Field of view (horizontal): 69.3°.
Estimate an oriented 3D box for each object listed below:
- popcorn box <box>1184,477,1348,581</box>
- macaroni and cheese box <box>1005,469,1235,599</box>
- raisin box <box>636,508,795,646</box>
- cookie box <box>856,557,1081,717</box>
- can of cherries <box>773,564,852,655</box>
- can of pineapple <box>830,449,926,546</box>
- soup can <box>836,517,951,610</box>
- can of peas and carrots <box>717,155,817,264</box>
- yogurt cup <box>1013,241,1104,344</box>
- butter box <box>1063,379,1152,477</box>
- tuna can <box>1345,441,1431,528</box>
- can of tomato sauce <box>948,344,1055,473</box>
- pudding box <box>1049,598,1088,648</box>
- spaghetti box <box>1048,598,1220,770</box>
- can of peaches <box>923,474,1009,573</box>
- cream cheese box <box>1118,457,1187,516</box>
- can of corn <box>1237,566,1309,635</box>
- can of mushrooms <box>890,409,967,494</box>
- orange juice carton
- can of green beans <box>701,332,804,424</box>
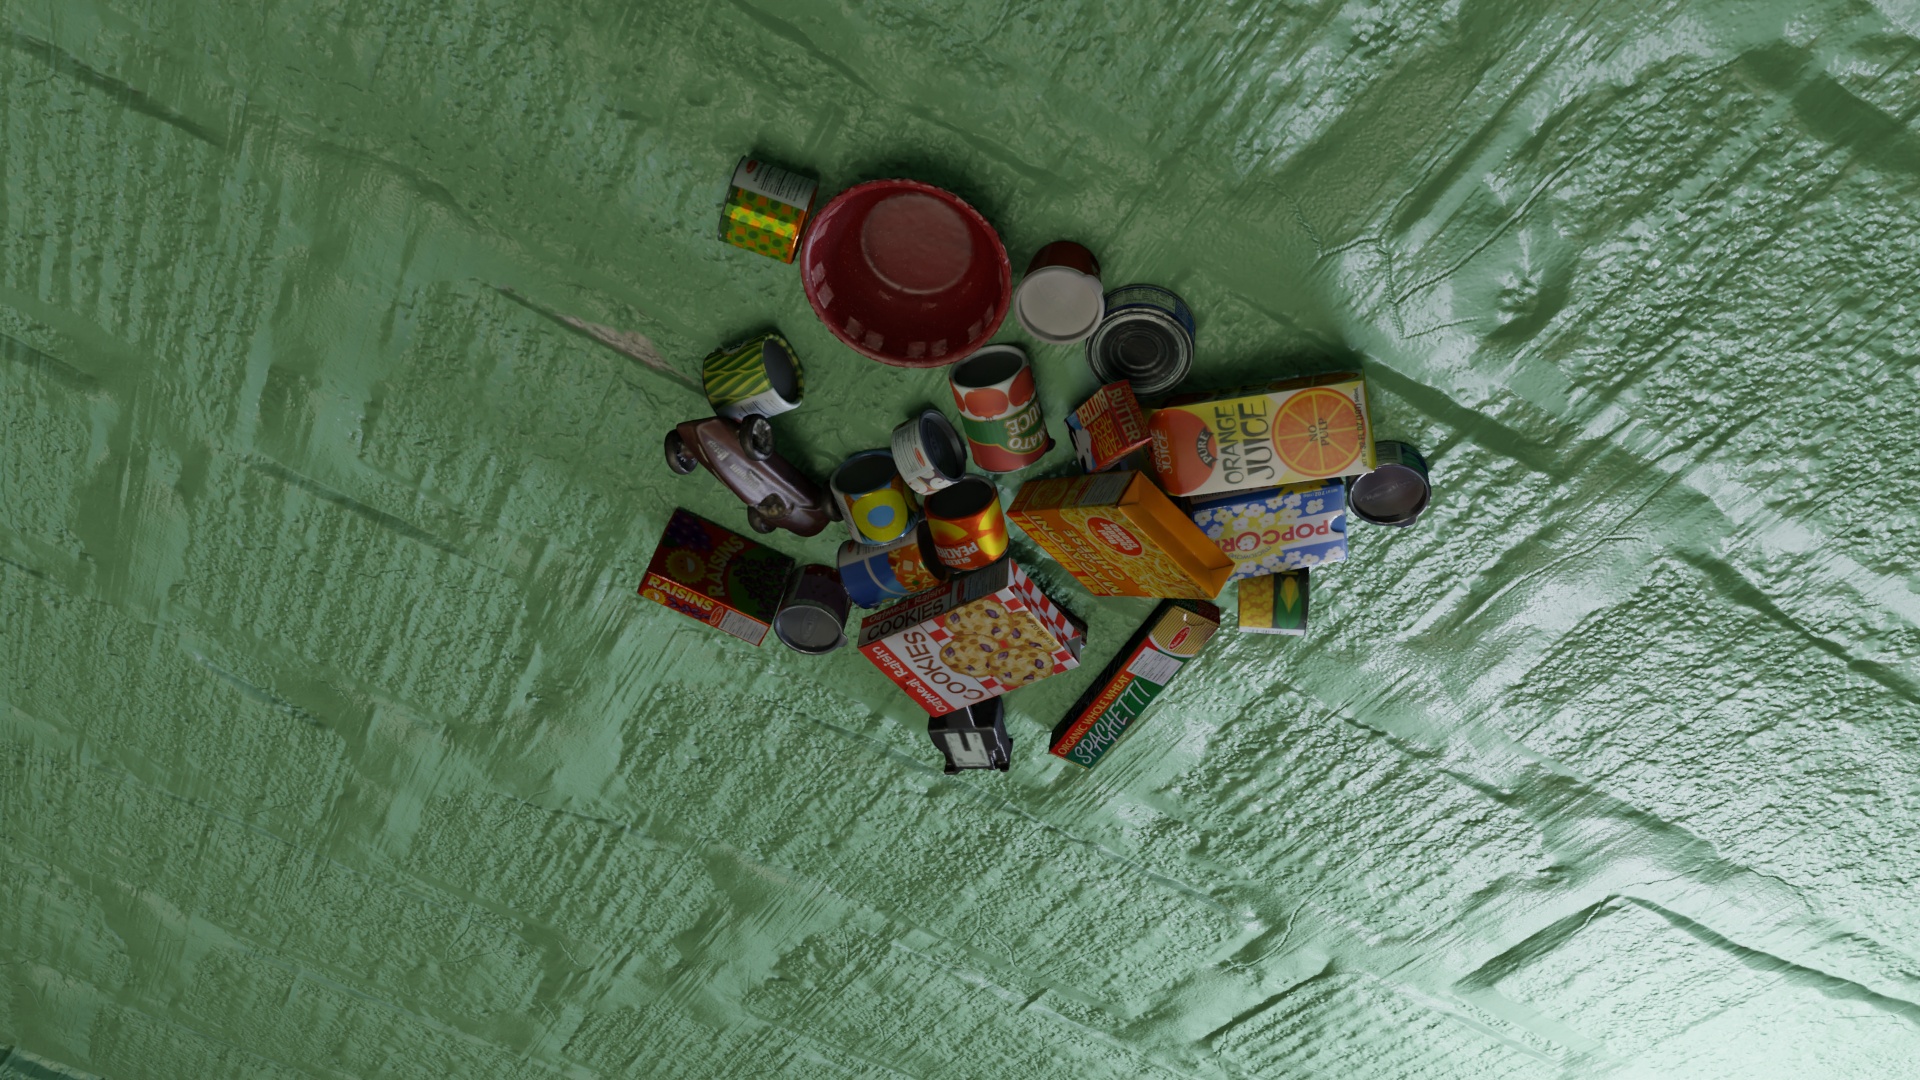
[{"bbox_3d":[0.257,-0.014,1.168,0.127,0.038,0.084,-11,128,6],"label":"popcorn box"},{"bbox_3d":[0.130,-0.003,1.160,0.123,0.040,0.166,42,160,-22],"label":"macaroni and cheese box"},{"bbox_3d":[-0.225,0.034,1.286,0.123,0.086,0.040,25,135,-11],"label":"raisin box"},{"bbox_3d":[0.008,0.093,1.274,0.167,0.040,0.122,-23,129,27],"label":"cookie box"},{"bbox_3d":[-0.136,0.067,1.317,0.071,0.059,0.071,5,131,6],"label":"can of cherries"},{"bbox_3d":[-0.072,-0.038,1.208,0.071,0.071,0.057,-7,129,17],"label":"can of pineapple"},{"bbox_3d":[-0.058,0.021,1.256,0.083,0.072,0.071,-19,125,25],"label":"soup can"},{"bbox_3d":[-0.144,-0.245,1.040,0.059,0.071,0.070,18,132,-6],"label":"can of peas and carrots"},{"bbox_3d":[0.077,-0.190,1.052,0.072,0.054,0.072,6,132,6],"label":"yogurt cup"},{"bbox_3d":[0.115,-0.088,1.103,0.024,0.053,0.103,-20,175,-17],"label":"butter box"},{"bbox_3d":[0.352,-0.045,1.140,0.071,0.033,0.070,6,132,6],"label":"tuna can"},{"bbox_3d":[0.034,-0.107,1.125,0.071,0.071,0.082,-6,129,16],"label":"can of tomato sauce"},{"bbox_3d":[0.076,0.097,1.321,0.049,0.030,0.083,37,127,-19],"label":"pudding box"},{"bbox_3d":[0.163,0.138,1.341,0.050,0.029,0.248,25,131,-11],"label":"spaghetti box"},{"bbox_3d":[0.004,-0.015,1.209,0.071,0.071,0.057,-4,129,14],"label":"can of peaches"},{"bbox_3d":[0.166,-0.041,1.186,0.053,0.024,0.103,-2,130,14],"label":"cream cheese box"},{"bbox_3d":[0.273,0.047,1.215,0.058,0.071,0.070,2,131,10],"label":"can of corn"},{"bbox_3d":[-0.026,-0.073,1.169,0.033,0.071,0.071,-24,122,28],"label":"can of mushrooms"},{"bbox_3d":[0.223,-0.082,1.090,0.192,0.073,0.071,-7,102,17],"label":"orange juice carton"},{"bbox_3d":[-0.170,-0.132,1.143,0.057,0.071,0.071,-17,126,23],"label":"can of green beans"}]
